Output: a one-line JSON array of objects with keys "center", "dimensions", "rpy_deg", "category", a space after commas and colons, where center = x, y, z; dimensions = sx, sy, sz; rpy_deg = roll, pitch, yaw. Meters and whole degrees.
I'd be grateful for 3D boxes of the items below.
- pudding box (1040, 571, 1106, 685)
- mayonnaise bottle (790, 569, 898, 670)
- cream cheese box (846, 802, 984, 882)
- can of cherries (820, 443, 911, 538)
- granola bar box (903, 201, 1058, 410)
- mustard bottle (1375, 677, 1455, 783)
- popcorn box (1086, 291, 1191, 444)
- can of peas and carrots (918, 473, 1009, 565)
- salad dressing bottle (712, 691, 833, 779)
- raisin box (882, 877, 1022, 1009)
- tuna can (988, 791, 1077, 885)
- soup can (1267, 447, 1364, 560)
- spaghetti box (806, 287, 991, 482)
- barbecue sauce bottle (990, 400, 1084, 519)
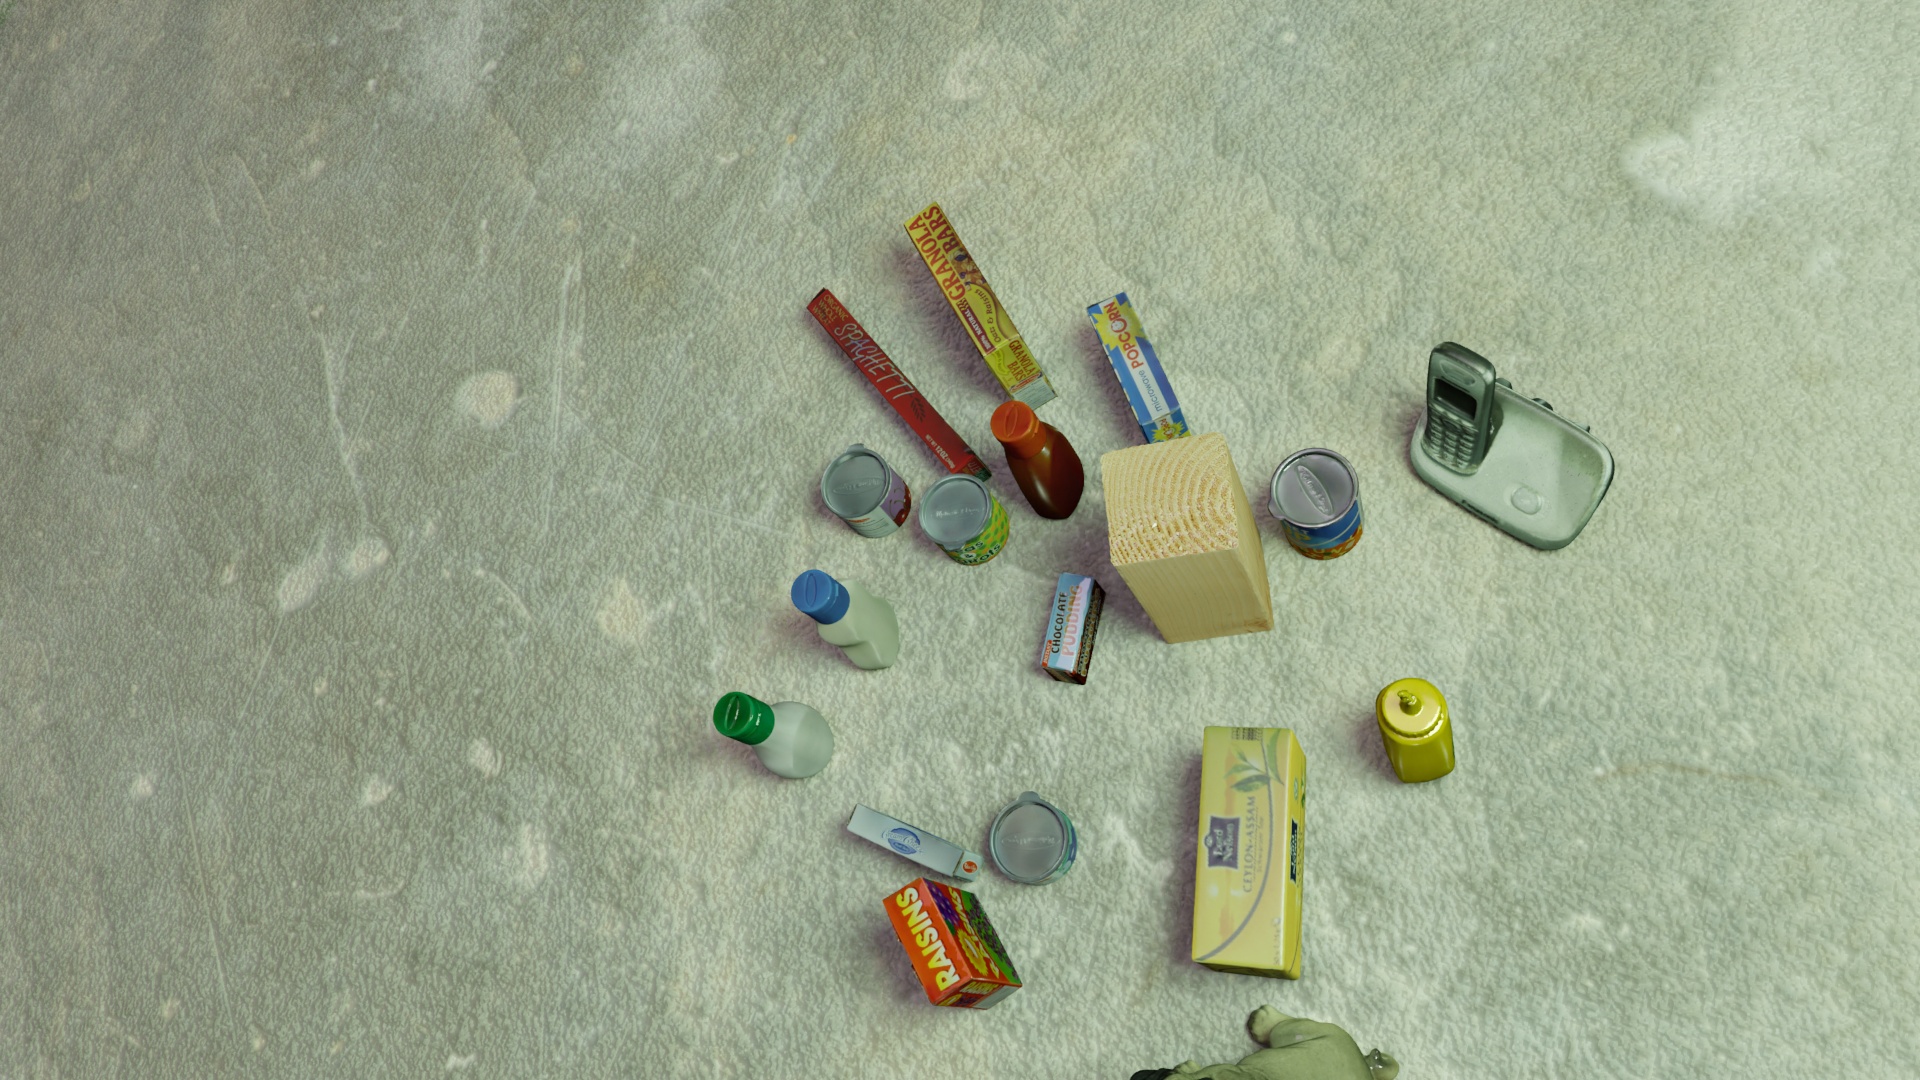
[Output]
[{"center": [0.093, 0.072, 1.146], "dimensions": [0.030, 0.049, 0.084], "rpy_deg": [8, 73, 22], "category": "pudding box"}, {"center": [-0.095, 0.063, 1.162], "dimensions": [0.041, 0.148, 0.065], "rpy_deg": [-9, 68, 17], "category": "mayonnaise bottle"}, {"center": [-0.037, 0.245, 1.124], "dimensions": [0.104, 0.053, 0.024], "rpy_deg": [19, 78, 25], "category": "cream cheese box"}, {"center": [-0.083, -0.044, 1.249], "dimensions": [0.071, 0.058, 0.072], "rpy_deg": [-7, 68, 17], "category": "can of cherries"}, {"center": [0.017, -0.204, 1.236], "dimensions": [0.039, 0.124, 0.166], "rpy_deg": [-32, 63, 6], "category": "granola bar box"}, {"center": [0.321, 0.129, 0.981], "dimensions": [0.049, 0.160, 0.065], "rpy_deg": [-17, 66, 14], "category": "mustard bottle"}, {"center": [0.155, -0.138, 1.184], "dimensions": [0.038, 0.085, 0.127], "rpy_deg": [-25, 64, 10], "category": "popcorn box"}, {"center": [0.004, -0.015, 1.206], "dimensions": [0.071, 0.058, 0.071], "rpy_deg": [-7, 68, 17], "category": "can of peas and carrots"}, {"center": [-0.153, 0.158, 1.147], "dimensions": [0.044, 0.147, 0.064], "rpy_deg": [6, 73, 22], "category": "salad dressing bottle"}, {"center": [-0.005, 0.306, 1.051], "dimensions": [0.040, 0.123, 0.086], "rpy_deg": [-33, 63, 6], "category": "raisin box"}, {"center": [0.058, 0.237, 1.105], "dimensions": [0.071, 0.032, 0.071], "rpy_deg": [-7, 68, 17], "category": "tuna can"}, {"center": [0.281, -0.026, 1.098], "dimensions": [0.071, 0.083, 0.071], "rpy_deg": [-7, 68, 17], "category": "soup can"}, {"center": [-0.060, -0.142, 1.282], "dimensions": [0.028, 0.050, 0.251], "rpy_deg": [-41, 62, 1], "category": "spaghetti box"}, {"center": [0.064, -0.070, 1.155], "dimensions": [0.043, 0.148, 0.065], "rpy_deg": [5, 73, 22], "category": "barbecue sauce bottle"}]
